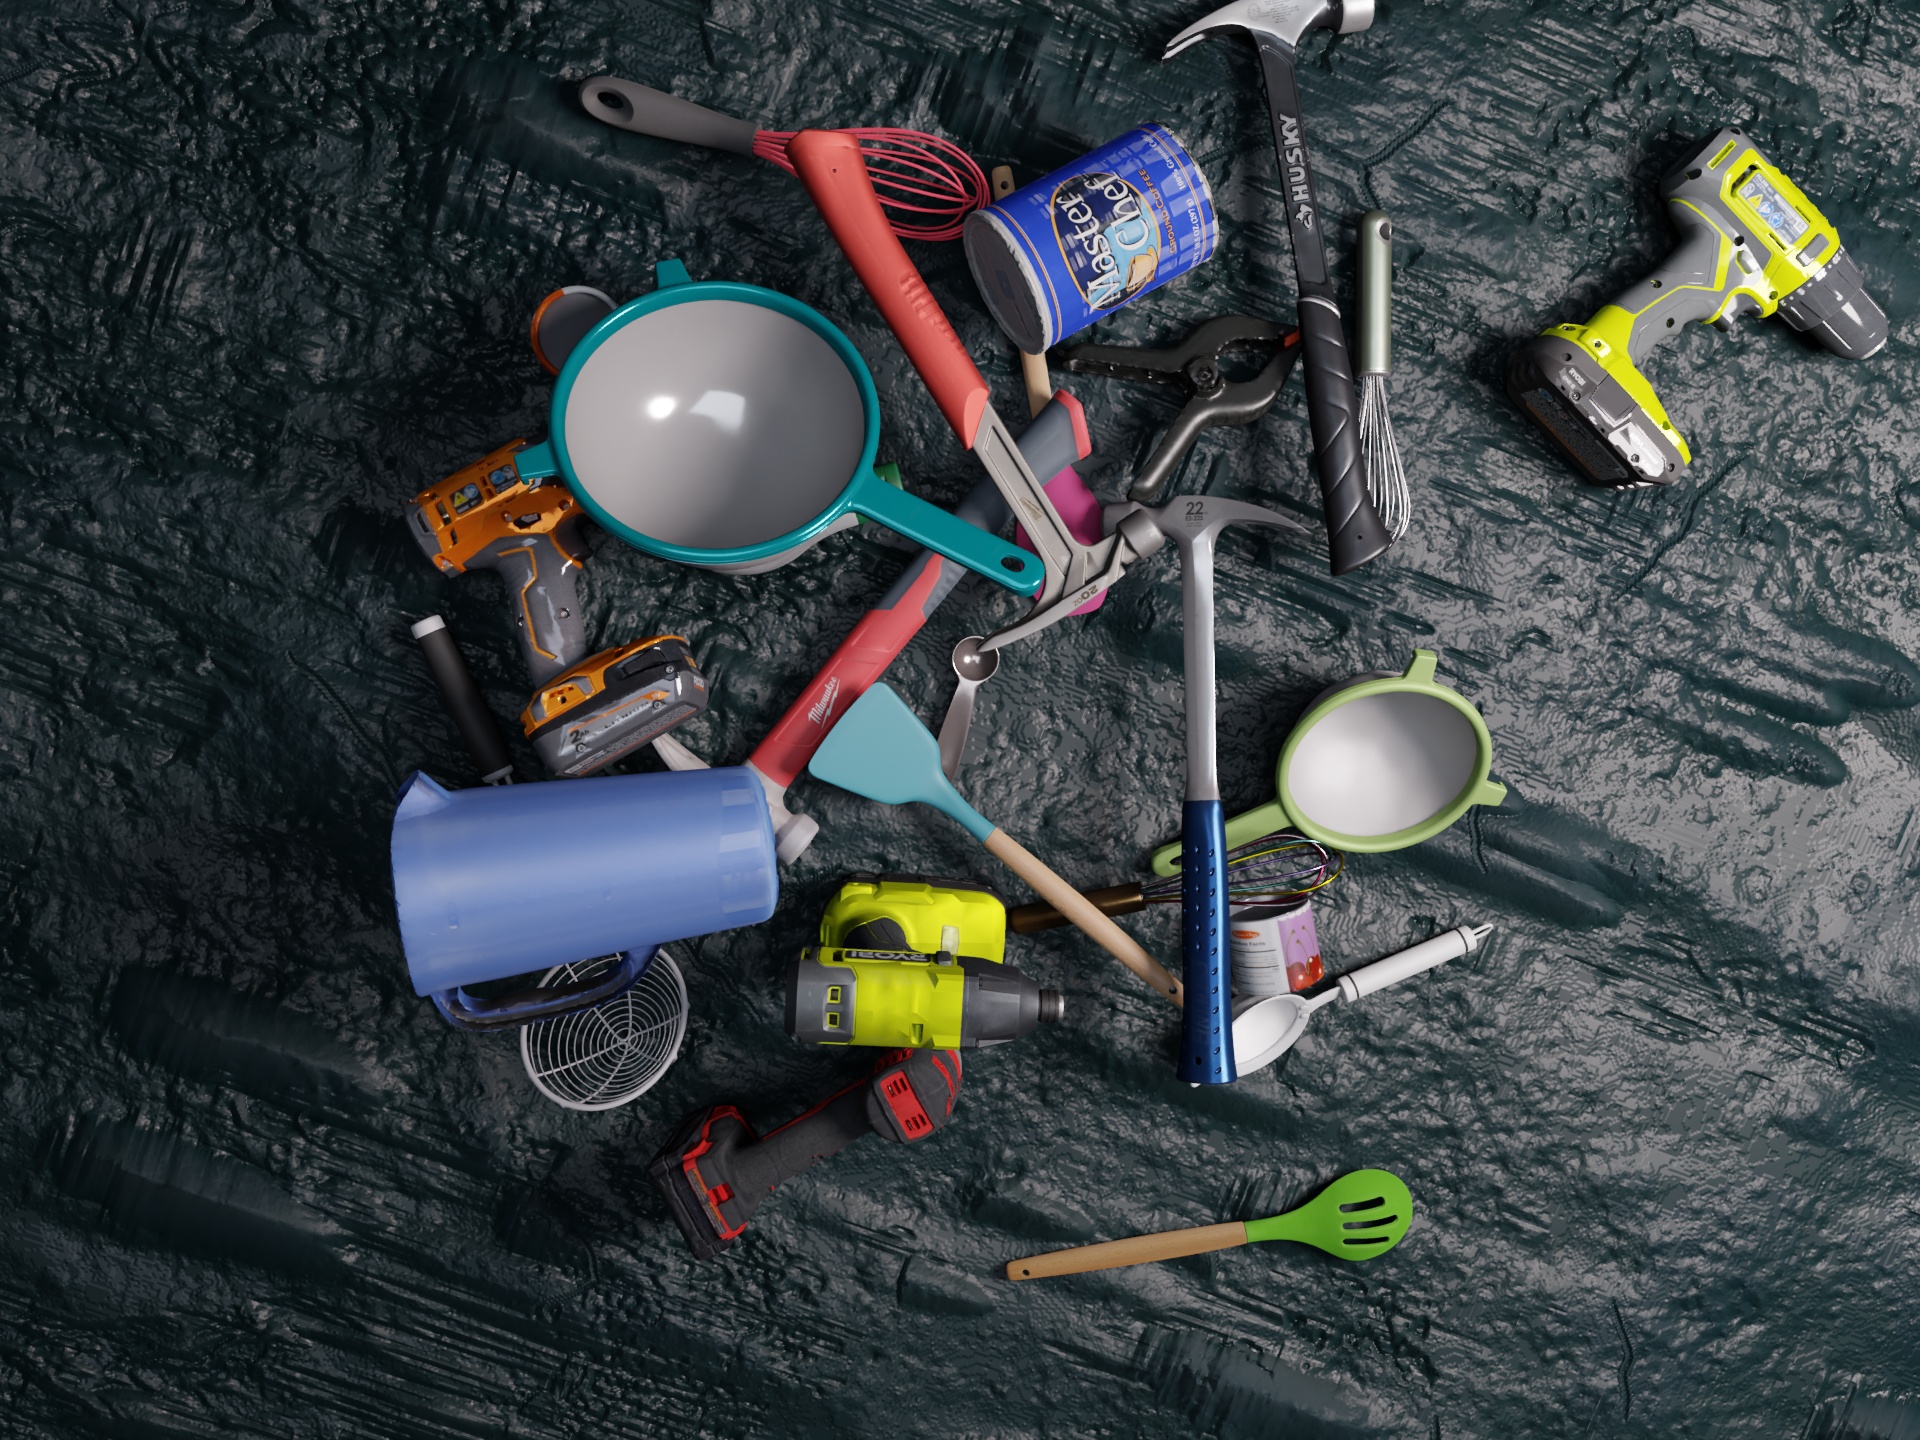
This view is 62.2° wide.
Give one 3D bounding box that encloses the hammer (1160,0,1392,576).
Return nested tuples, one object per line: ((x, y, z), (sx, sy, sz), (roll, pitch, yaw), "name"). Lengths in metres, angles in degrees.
((0.239, -0.303, 1.096), (0.149, 0.036, 0.409), (-9, 88, -1), "hammer")

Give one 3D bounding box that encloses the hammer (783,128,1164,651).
((-0.016, -0.228, 1.067), (0.149, 0.037, 0.359), (-32, 98, 4), "hammer")

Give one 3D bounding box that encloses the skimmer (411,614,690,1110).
((-0.306, 0.096, 1.122), (0.127, 0.090, 0.363), (-24, 96, 1), "skimmer")

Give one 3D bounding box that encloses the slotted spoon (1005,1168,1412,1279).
((0.190, 0.393, 1.202), (0.314, 0.031, 0.070), (-9, 97, 1), "slotted spoon")

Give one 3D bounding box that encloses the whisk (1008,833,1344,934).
((0.152, 0.123, 1.141), (0.245, 0.051, 0.047), (-13, 59, 14), "whisk")

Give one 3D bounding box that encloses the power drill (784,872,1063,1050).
((-0.024, 0.165, 1.071), (0.171, 0.223, 0.080), (3, 97, -2), "power drill")

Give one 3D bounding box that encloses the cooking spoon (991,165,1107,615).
((0.056, -0.232, 1.134), (0.069, 0.017, 0.319), (-11, 97, -1), "cooking spoon")

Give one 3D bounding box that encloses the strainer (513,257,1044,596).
((-0.104, -0.151, 1.053), (0.340, 0.095, 0.211), (27, 67, 4), "strainer")

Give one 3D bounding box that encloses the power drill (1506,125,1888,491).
((0.521, -0.271, 1.116), (0.190, 0.080, 0.228), (44, 91, -5), "power drill")

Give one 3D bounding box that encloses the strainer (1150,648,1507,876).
((0.251, 0.040, 1.154), (0.256, 0.069, 0.151), (-27, 122, 18), "strainer")

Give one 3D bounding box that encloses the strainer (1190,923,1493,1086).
((0.278, 0.201, 1.177), (0.258, 0.050, 0.086), (-21, 137, -6), "strainer")

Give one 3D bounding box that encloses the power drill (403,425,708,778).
((-0.263, -0.092, 1.096), (0.164, 0.084, 0.226), (-29, 83, 2), "power drill")

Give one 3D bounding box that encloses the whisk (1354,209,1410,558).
((0.292, -0.238, 1.130), (0.057, 0.059, 0.246), (-2, 93, -38), "whisk")

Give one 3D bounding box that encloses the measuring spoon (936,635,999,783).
((-0.002, -0.004, 1.162), (0.034, 0.018, 0.124), (16, 102, -5), "measuring spoon")

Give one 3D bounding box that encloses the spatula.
((0.038, 0.101, 1.125), (0.317, 0.044, 0.082), (39, 93, 1), "spatula")

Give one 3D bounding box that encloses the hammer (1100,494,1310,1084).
((0.172, 0.044, 1.100), (0.144, 0.035, 0.405), (-2, 86, 25), "hammer")

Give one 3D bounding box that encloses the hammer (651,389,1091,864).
((-0.055, -0.086, 1.127), (0.143, 0.038, 0.386), (40, 97, -4), "hammer")

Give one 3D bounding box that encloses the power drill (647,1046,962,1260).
((-0.099, 0.285, 1.131), (0.219, 0.143, 0.078), (-28, 92, 8), "power drill")

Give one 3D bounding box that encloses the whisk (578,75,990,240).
((-0.121, -0.394, 1.094), (0.296, 0.073, 0.073), (16, 96, 2), "whisk")
